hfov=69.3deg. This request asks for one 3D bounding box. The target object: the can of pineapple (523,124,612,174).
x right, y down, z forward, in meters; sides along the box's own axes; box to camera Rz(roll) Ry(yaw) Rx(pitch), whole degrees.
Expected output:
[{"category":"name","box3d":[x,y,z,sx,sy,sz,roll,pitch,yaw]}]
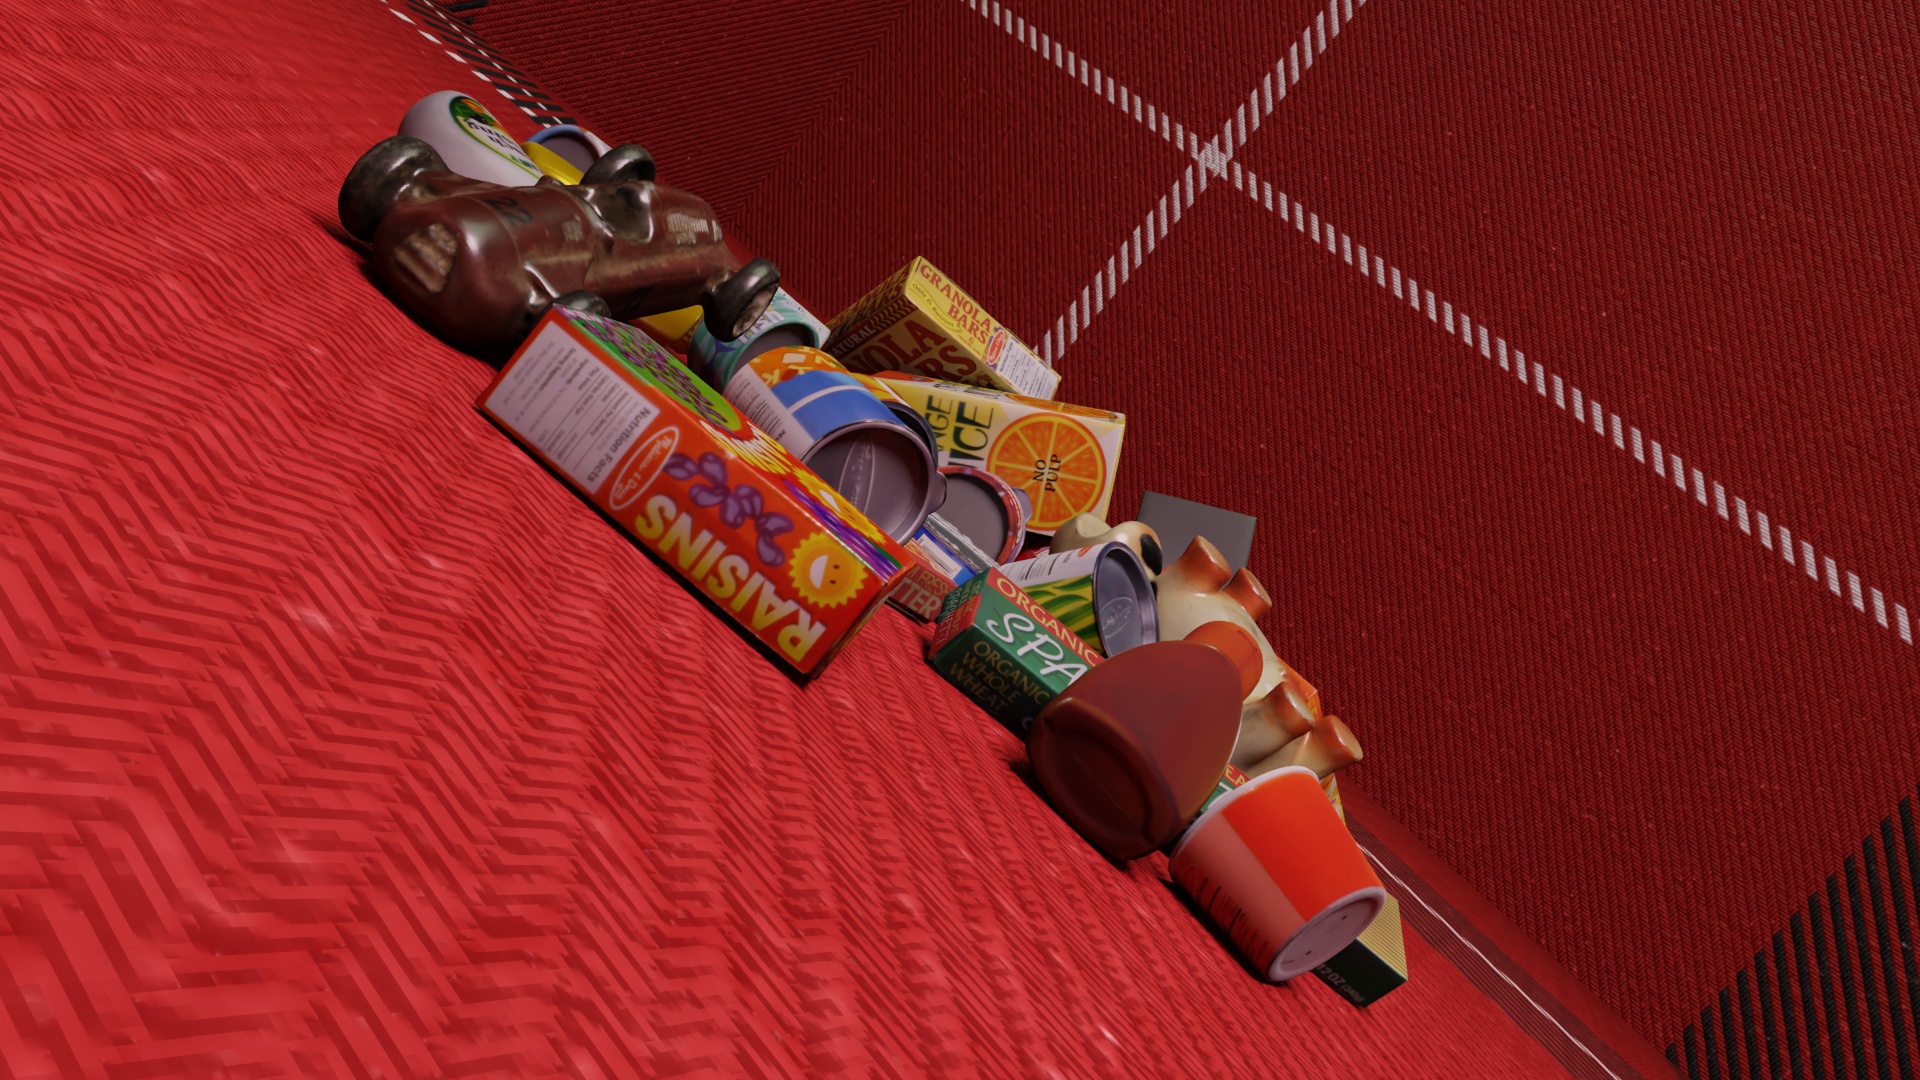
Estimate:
[{"category":"can of pineapple","box3d":[-0.215,-0.192,0.784,0.071,0.071,0.058,42,5,17]}]

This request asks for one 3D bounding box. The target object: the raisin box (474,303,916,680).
[{"category":"raisin box","box3d":[-0.075,-0.015,0.426,0.123,0.040,0.086,39,4,0]}]

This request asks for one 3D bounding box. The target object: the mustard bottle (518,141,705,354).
[{"category":"mustard bottle","box3d":[-0.173,-0.141,0.730,0.160,0.049,0.065,38,5,-32]}]

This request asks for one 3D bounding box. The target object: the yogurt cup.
[{"category":"yogurt cup","box3d":[0.119,0.125,0.515,0.072,0.072,0.054,34,16,-52]}]

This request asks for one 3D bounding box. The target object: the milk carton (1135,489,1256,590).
[{"category":"milk carton","box3d":[0.139,0.050,0.913,0.073,0.072,0.189,14,-26,9]}]

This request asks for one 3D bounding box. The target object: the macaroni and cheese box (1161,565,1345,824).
[{"category":"macaroni and cheese box","box3d":[0.159,0.107,0.799,0.124,0.040,0.165,45,-13,43]}]

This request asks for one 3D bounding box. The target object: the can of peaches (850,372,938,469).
[{"category":"can of peaches","box3d":[-0.054,-0.048,0.721,0.071,0.071,0.058,38,4,-29]}]

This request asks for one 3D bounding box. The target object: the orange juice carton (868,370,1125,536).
[{"category":"orange juice carton","box3d":[-0.003,-0.056,0.826,0.193,0.073,0.072,11,11,4]}]

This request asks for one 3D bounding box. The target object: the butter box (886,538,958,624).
[{"category":"butter box","box3d":[-0.046,-0.005,0.634,0.053,0.024,0.104,35,7,-41]}]

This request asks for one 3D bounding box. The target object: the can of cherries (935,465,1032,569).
[{"category":"can of cherries","box3d":[0.003,-0.010,0.760,0.071,0.071,0.058,41,5,6]}]

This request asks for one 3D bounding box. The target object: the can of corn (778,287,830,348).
[{"category":"can of corn","box3d":[-0.122,-0.120,0.839,0.058,0.071,0.071,40,5,-13]}]

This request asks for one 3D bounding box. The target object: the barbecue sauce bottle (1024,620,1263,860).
[{"category":"barbecue sauce bottle","box3d":[0.082,0.067,0.543,0.065,0.043,0.149,48,29,10]}]

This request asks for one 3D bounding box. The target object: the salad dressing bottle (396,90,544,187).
[{"category":"salad dressing bottle","box3d":[-0.194,-0.141,0.604,0.148,0.044,0.064,46,7,29]}]

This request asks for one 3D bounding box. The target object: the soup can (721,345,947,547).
[{"category":"soup can","box3d":[-0.055,-0.036,0.577,0.071,0.071,0.084,37,6,-40]}]

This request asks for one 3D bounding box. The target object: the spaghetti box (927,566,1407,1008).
[{"category":"spaghetti box","box3d":[0.091,0.105,0.586,0.250,0.028,0.050,40,28,-11]}]

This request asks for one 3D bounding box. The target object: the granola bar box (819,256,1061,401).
[{"category":"granola bar box","box3d":[-0.034,-0.103,0.909,0.124,0.039,0.165,38,-37,-24]}]

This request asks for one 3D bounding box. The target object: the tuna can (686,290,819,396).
[{"category":"tuna can","box3d":[-0.110,-0.103,0.744,0.033,0.071,0.071,43,5,25]}]

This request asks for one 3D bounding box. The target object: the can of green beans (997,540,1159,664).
[{"category":"can of green beans","box3d":[0.051,0.038,0.631,0.071,0.057,0.071,30,54,-52]}]
